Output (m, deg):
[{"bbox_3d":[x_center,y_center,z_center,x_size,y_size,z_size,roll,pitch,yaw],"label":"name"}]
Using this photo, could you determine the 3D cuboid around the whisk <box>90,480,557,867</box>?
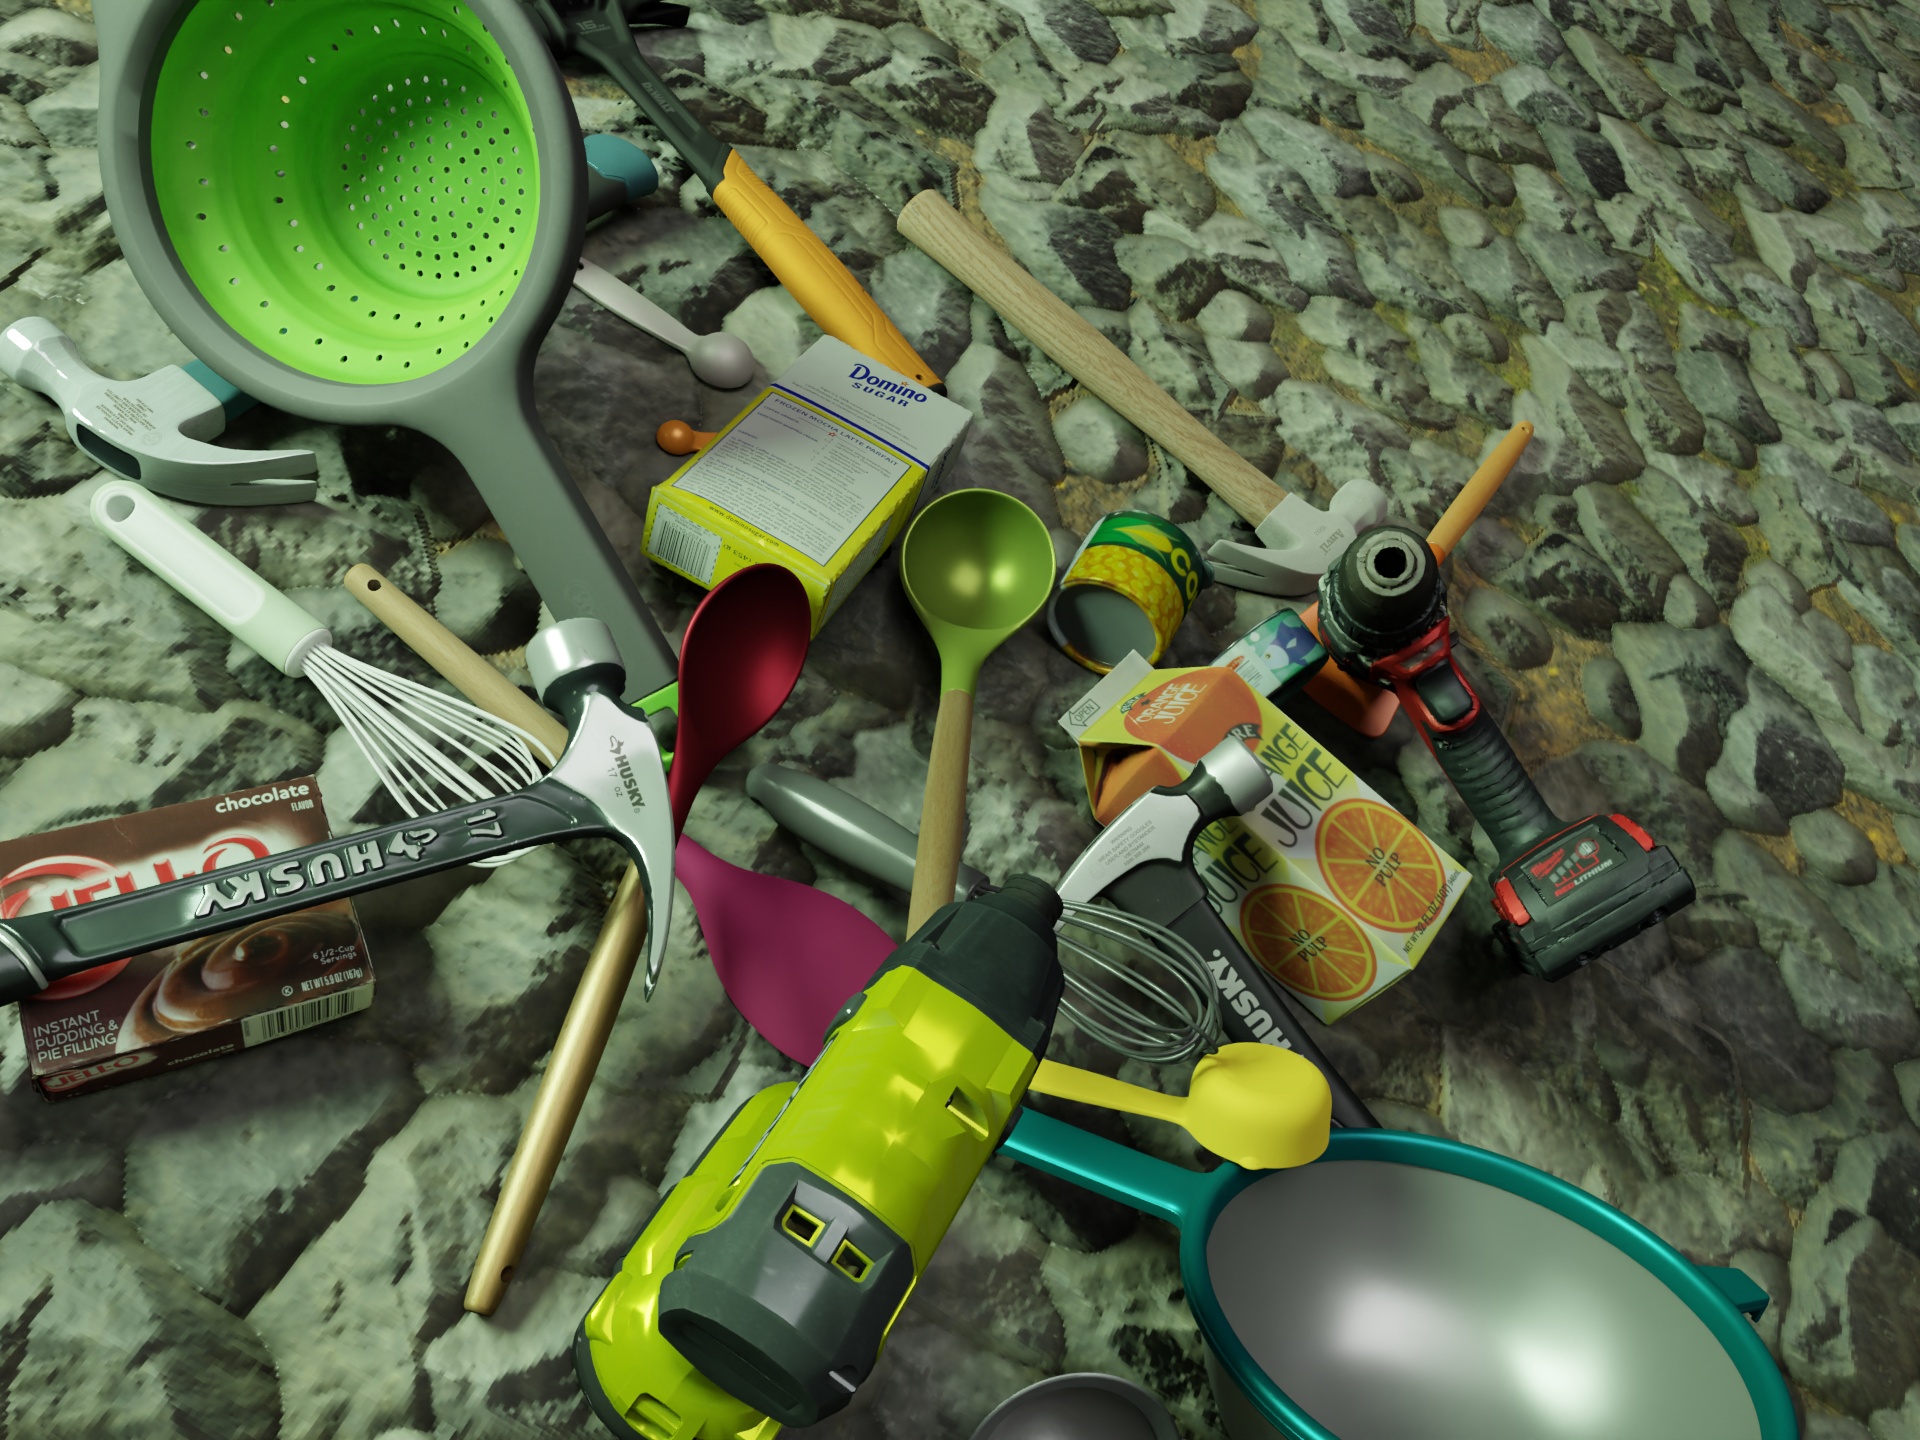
[{"bbox_3d":[-0.260,-0.023,0.648,0.246,0.059,0.058,36,79,7],"label":"whisk"}]

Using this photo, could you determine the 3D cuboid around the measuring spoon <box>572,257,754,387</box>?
[{"bbox_3d":[-0.161,-0.216,0.834,0.124,0.018,0.034,32,52,0],"label":"measuring spoon"}]

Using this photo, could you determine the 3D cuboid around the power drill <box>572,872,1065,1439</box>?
[{"bbox_3d":[-0.044,0.150,0.514,0.080,0.223,0.171,36,52,1],"label":"power drill"}]

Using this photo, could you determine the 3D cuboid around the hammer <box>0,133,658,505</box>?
[{"bbox_3d":[-0.272,-0.209,0.768,0.128,0.033,0.331,40,53,5],"label":"hammer"}]

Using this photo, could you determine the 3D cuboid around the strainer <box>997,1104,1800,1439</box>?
[{"bbox_3d":[0.119,0.229,0.599,0.340,0.095,0.211,17,21,23],"label":"strainer"}]

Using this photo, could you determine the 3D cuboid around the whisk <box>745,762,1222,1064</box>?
[{"bbox_3d":[0.004,0.074,0.660,0.239,0.055,0.055,27,48,23],"label":"whisk"}]

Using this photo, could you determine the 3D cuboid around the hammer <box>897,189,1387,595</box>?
[{"bbox_3d":[0.093,-0.194,0.923,0.331,0.031,0.130,41,52,7],"label":"hammer"}]

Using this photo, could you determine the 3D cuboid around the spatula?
[{"bbox_3d":[0.286,-0.106,0.958,0.081,0.041,0.323,40,48,6],"label":"spatula"}]

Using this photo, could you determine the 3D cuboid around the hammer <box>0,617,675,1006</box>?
[{"bbox_3d":[-0.290,0.077,0.526,0.409,0.036,0.149,-16,66,-23],"label":"hammer"}]

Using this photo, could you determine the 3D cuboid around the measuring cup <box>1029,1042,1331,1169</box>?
[{"bbox_3d":[0.072,0.141,0.641,0.156,0.029,0.062,11,19,12],"label":"measuring cup"}]

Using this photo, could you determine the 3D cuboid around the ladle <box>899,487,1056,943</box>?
[{"bbox_3d":[-0.001,-0.002,0.688,0.078,0.062,0.320,12,36,-3],"label":"ladle"}]

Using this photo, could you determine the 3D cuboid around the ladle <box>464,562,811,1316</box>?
[{"bbox_3d":[-0.126,0.073,0.626,0.069,0.031,0.316,48,51,-46],"label":"ladle"}]

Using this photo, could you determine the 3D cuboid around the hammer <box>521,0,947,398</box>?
[{"bbox_3d":[-0.115,-0.295,0.897,0.127,0.034,0.337,-30,74,-34],"label":"hammer"}]

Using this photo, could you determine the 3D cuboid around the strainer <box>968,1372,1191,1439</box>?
[{"bbox_3d":[-0.027,0.271,0.559,0.258,0.087,0.050,-1,14,-18],"label":"strainer"}]

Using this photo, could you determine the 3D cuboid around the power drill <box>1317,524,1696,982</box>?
[{"bbox_3d":[0.248,0.008,0.764,0.080,0.187,0.227,-33,78,7],"label":"power drill"}]

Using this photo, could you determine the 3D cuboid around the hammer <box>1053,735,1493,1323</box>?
[{"bbox_3d":[0.160,0.181,0.679,0.146,0.035,0.335,-37,86,-1],"label":"hammer"}]

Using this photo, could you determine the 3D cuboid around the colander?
[{"bbox_3d":[-0.207,-0.162,0.692,0.397,0.204,0.094,61,15,-11],"label":"colander"}]

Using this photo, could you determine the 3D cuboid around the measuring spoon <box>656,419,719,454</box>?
[{"bbox_3d":[-0.097,-0.142,0.817,0.117,0.011,0.021,3,58,-22],"label":"measuring spoon"}]

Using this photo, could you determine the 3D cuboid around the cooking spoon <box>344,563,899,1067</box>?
[{"bbox_3d":[-0.142,0.037,0.674,0.319,0.017,0.069,39,63,6],"label":"cooking spoon"}]
